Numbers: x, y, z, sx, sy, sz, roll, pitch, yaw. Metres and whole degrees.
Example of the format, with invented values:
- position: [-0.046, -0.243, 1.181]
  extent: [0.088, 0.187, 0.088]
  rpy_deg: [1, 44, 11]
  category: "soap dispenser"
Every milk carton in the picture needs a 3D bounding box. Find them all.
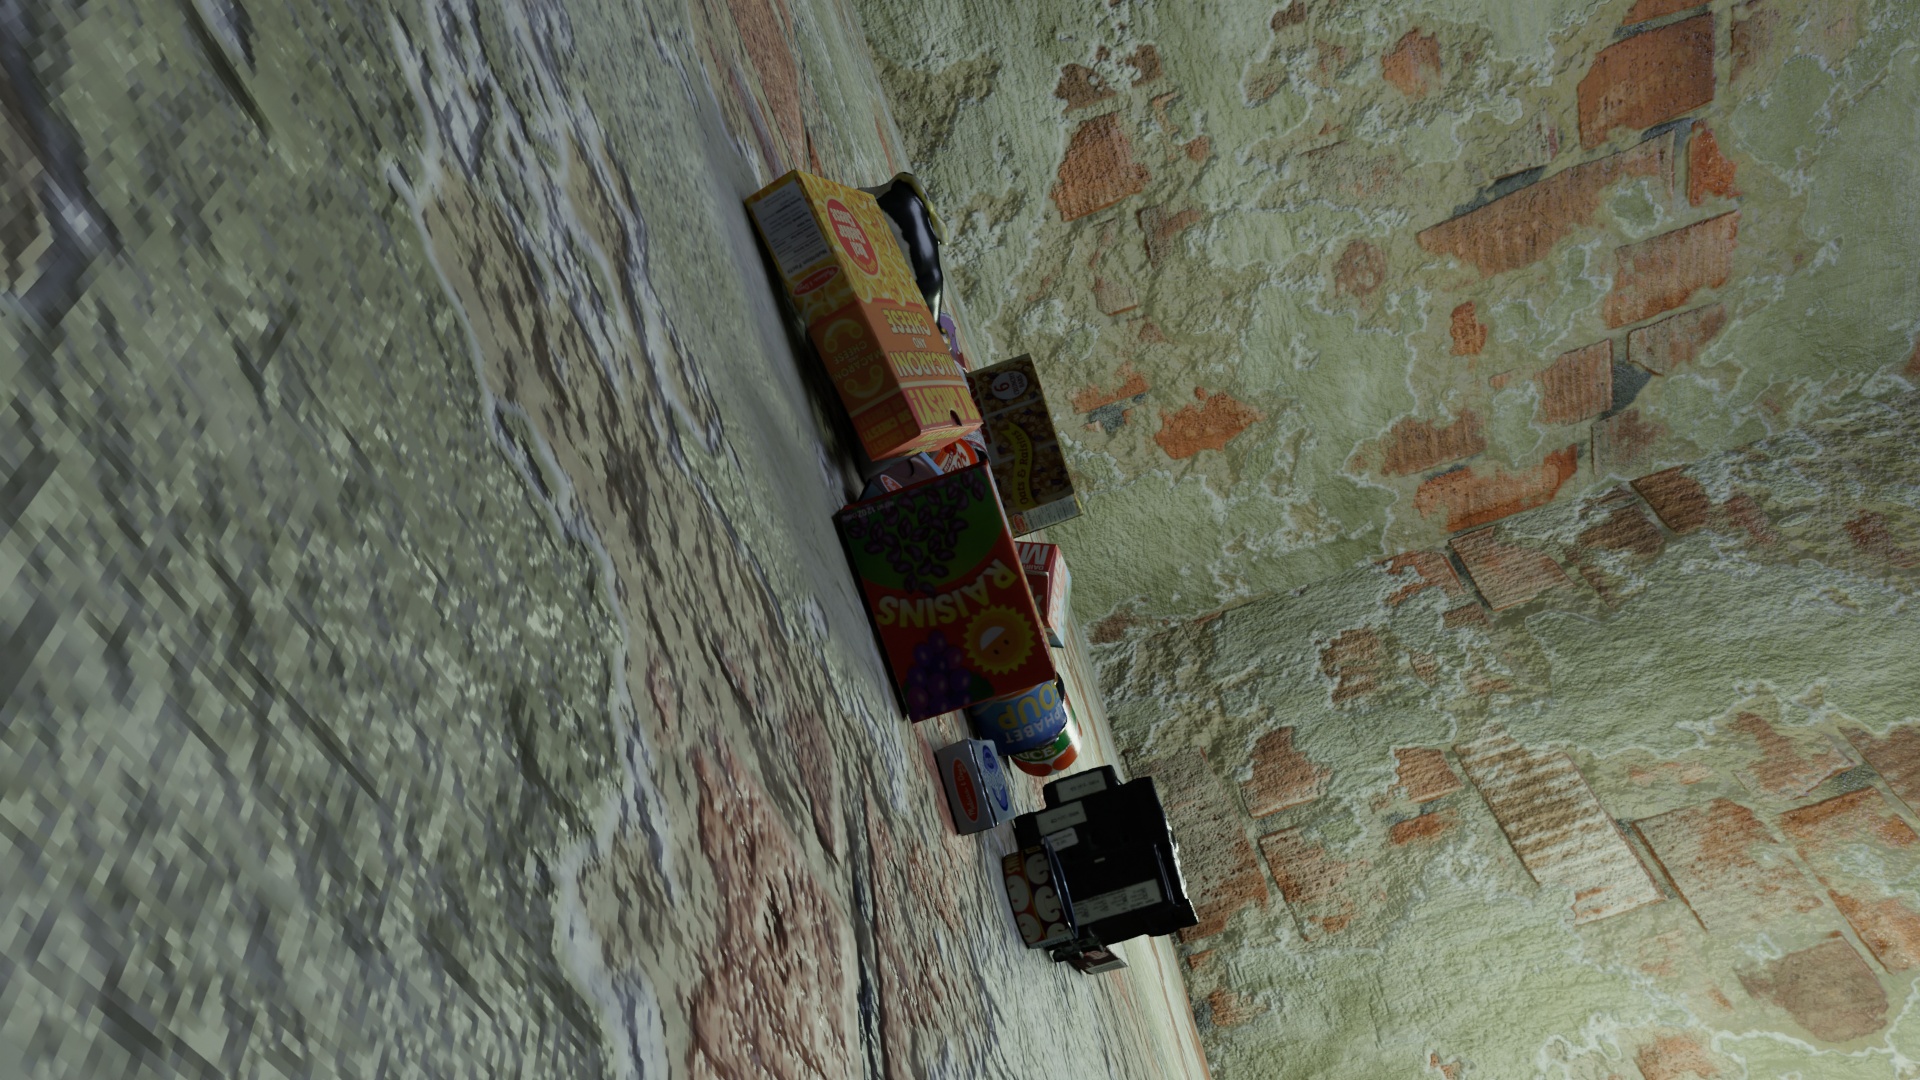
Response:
- position: [0.057, 0.047, 1.295]
  extent: [0.190, 0.072, 0.073]
  rpy_deg: [54, 42, -72]
  category: "milk carton"

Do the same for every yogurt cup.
- position: [-0.027, -0.054, 0.959]
  extent: [0.053, 0.072, 0.073]
  rpy_deg: [49, 22, -56]
  category: "yogurt cup"

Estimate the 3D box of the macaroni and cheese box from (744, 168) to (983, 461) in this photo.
- position: [-0.053, -0.133, 0.834]
  extent: [0.166, 0.040, 0.124]
  rpy_deg: [64, 19, 2]
  category: "macaroni and cheese box"

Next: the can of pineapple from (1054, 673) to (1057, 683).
- position: [0.038, 0.091, 1.084]
  extent: [0.071, 0.071, 0.057]
  rpy_deg: [-92, 164, -72]
  category: "can of pineapple"

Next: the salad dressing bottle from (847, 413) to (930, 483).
- position: [-0.056, -0.103, 0.919]
  extent: [0.064, 0.044, 0.148]
  rpy_deg: [53, 19, -60]
  category: "salad dressing bottle"

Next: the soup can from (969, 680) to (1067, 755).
- position: [0.036, 0.105, 1.012]
  extent: [0.071, 0.071, 0.083]
  rpy_deg: [-91, 162, -72]
  category: "soup can"

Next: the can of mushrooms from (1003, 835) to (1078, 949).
- position: [0.053, 0.238, 0.938]
  extent: [0.071, 0.033, 0.071]
  rpy_deg: [-21, 93, -84]
  category: "can of mushrooms"

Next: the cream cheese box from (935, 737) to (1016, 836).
- position: [0.011, 0.150, 0.851]
  extent: [0.103, 0.024, 0.053]
  rpy_deg: [45, 27, -78]
  category: "cream cheese box"

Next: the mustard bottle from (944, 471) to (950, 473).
- position: [-0.015, 0.015, 0.863]
  extent: [0.161, 0.065, 0.048]
  rpy_deg: [-85, 153, -57]
  category: "mustard bottle"

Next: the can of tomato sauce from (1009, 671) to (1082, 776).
- position: [0.061, 0.149, 1.142]
  extent: [0.082, 0.071, 0.071]
  rpy_deg: [66, 8, -52]
  category: "can of tomato sauce"

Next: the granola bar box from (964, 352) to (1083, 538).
- position: [0.025, -0.075, 1.203]
  extent: [0.039, 0.124, 0.166]
  rpy_deg: [66, 8, -53]
  category: "granola bar box"

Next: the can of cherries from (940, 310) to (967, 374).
- position: [-0.029, -0.169, 1.266]
  extent: [0.071, 0.071, 0.058]
  rpy_deg: [57, 16, -70]
  category: "can of cherries"

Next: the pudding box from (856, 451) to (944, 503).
- position: [-0.015, -0.008, 0.812]
  extent: [0.084, 0.050, 0.030]
  rpy_deg: [46, -45, 12]
  category: "pudding box"

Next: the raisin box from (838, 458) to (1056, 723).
- position: [-0.007, 0.028, 0.758]
  extent: [0.040, 0.086, 0.123]
  rpy_deg: [-85, 156, -83]
  category: "raisin box"
